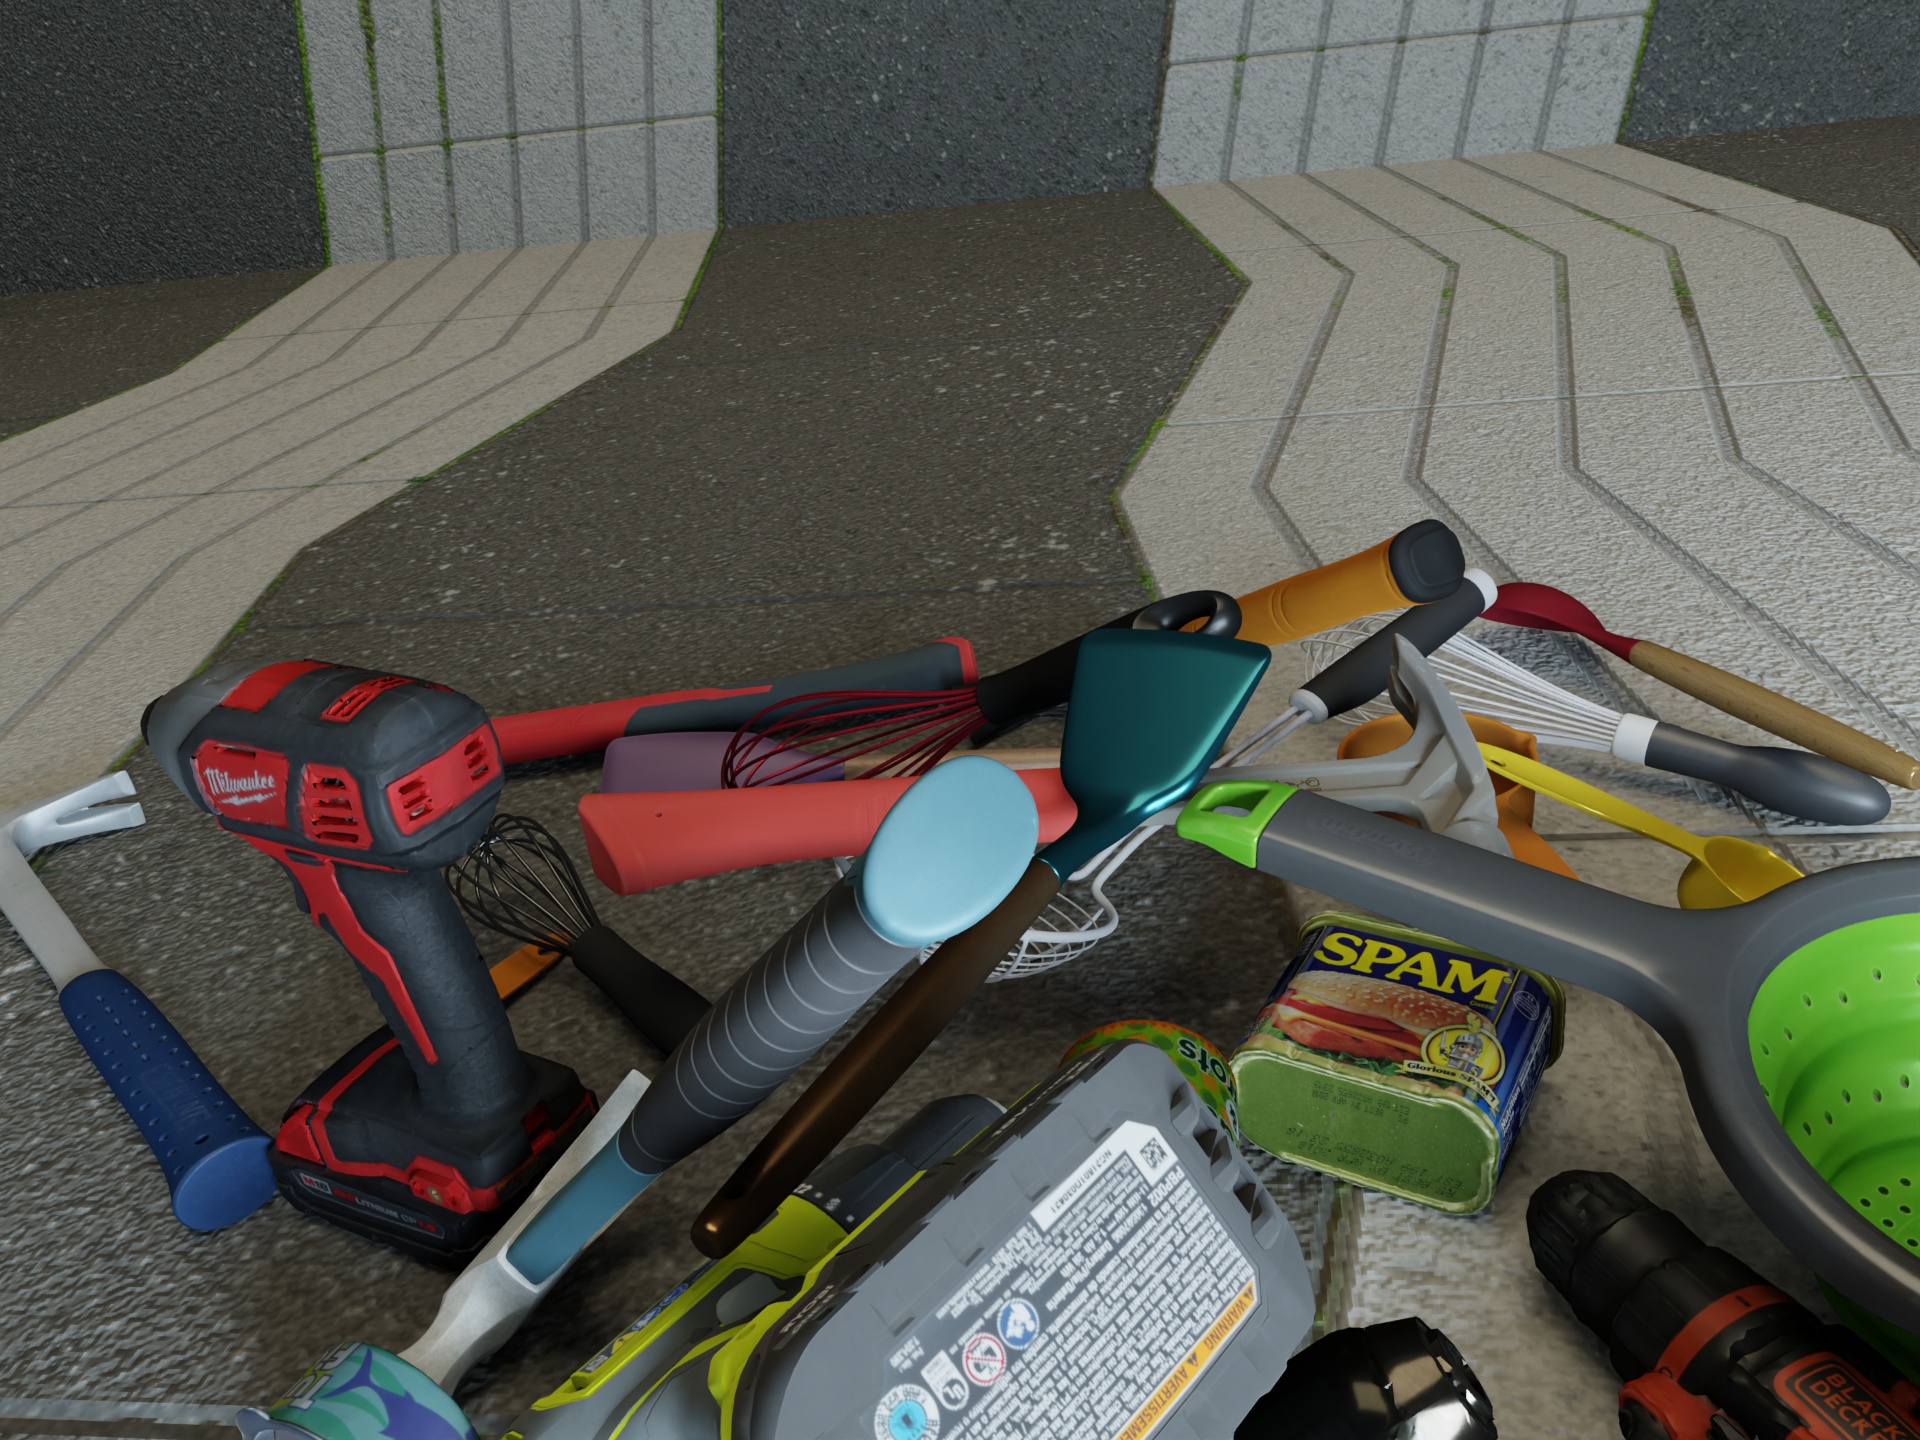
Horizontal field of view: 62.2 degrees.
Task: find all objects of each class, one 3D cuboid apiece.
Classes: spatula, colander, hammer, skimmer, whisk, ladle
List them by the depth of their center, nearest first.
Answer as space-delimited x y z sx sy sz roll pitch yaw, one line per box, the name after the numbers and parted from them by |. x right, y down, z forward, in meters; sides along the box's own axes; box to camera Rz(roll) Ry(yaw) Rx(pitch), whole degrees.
-0.079 0.109 0.438 0.033 0.331 0.128 42 44 -1 | hammer
0.248 0.114 0.502 0.397 0.094 0.204 19 41 32 | colander
0.011 0.057 0.529 0.082 0.044 0.317 8 32 31 | spatula
0.029 0.028 0.645 0.359 0.036 0.149 -4 37 -1 | hammer
-0.162 0.099 0.704 0.055 0.055 0.239 -27 40 -34 | whisk
0.109 0.003 0.726 0.363 0.090 0.127 -33 33 -18 | skimmer
-0.001 -0.002 0.744 0.296 0.073 0.073 -20 18 31 | whisk
-0.406 0.118 0.746 0.144 0.035 0.406 -28 34 -34 | hammer
0.113 -0.040 0.758 0.127 0.034 0.337 -20 1 -23 | hammer
0.298 0.000 0.781 0.285 0.070 0.070 19 37 33 | whisk
0.351 -0.025 0.785 0.069 0.031 0.316 10 15 -16 | ladle
-0.035 0.028 0.838 0.316 0.018 0.060 -2 61 4 | spatula
-0.180 0.007 0.902 0.386 0.038 0.143 -9 28 -2 | hammer

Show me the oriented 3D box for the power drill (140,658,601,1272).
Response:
-0.213 0.080 0.569 0.143 0.219 0.078 8 31 27 | power drill

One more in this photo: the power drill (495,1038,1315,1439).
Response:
-0.016 0.154 0.419 0.190 0.080 0.228 -35 -2 -34 | power drill

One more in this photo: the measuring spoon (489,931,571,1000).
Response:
-0.214 0.128 0.711 0.021 0.011 0.117 13 29 25 | measuring spoon

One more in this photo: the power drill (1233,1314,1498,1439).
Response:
0.052 0.235 0.296 0.188 0.080 0.227 -37 26 8 | power drill

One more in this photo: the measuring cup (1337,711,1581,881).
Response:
0.225 0.057 0.693 0.095 0.052 0.174 -11 29 -7 | measuring cup

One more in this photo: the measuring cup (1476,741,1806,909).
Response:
0.275 0.053 0.652 0.156 0.029 0.062 27 32 12 | measuring cup
